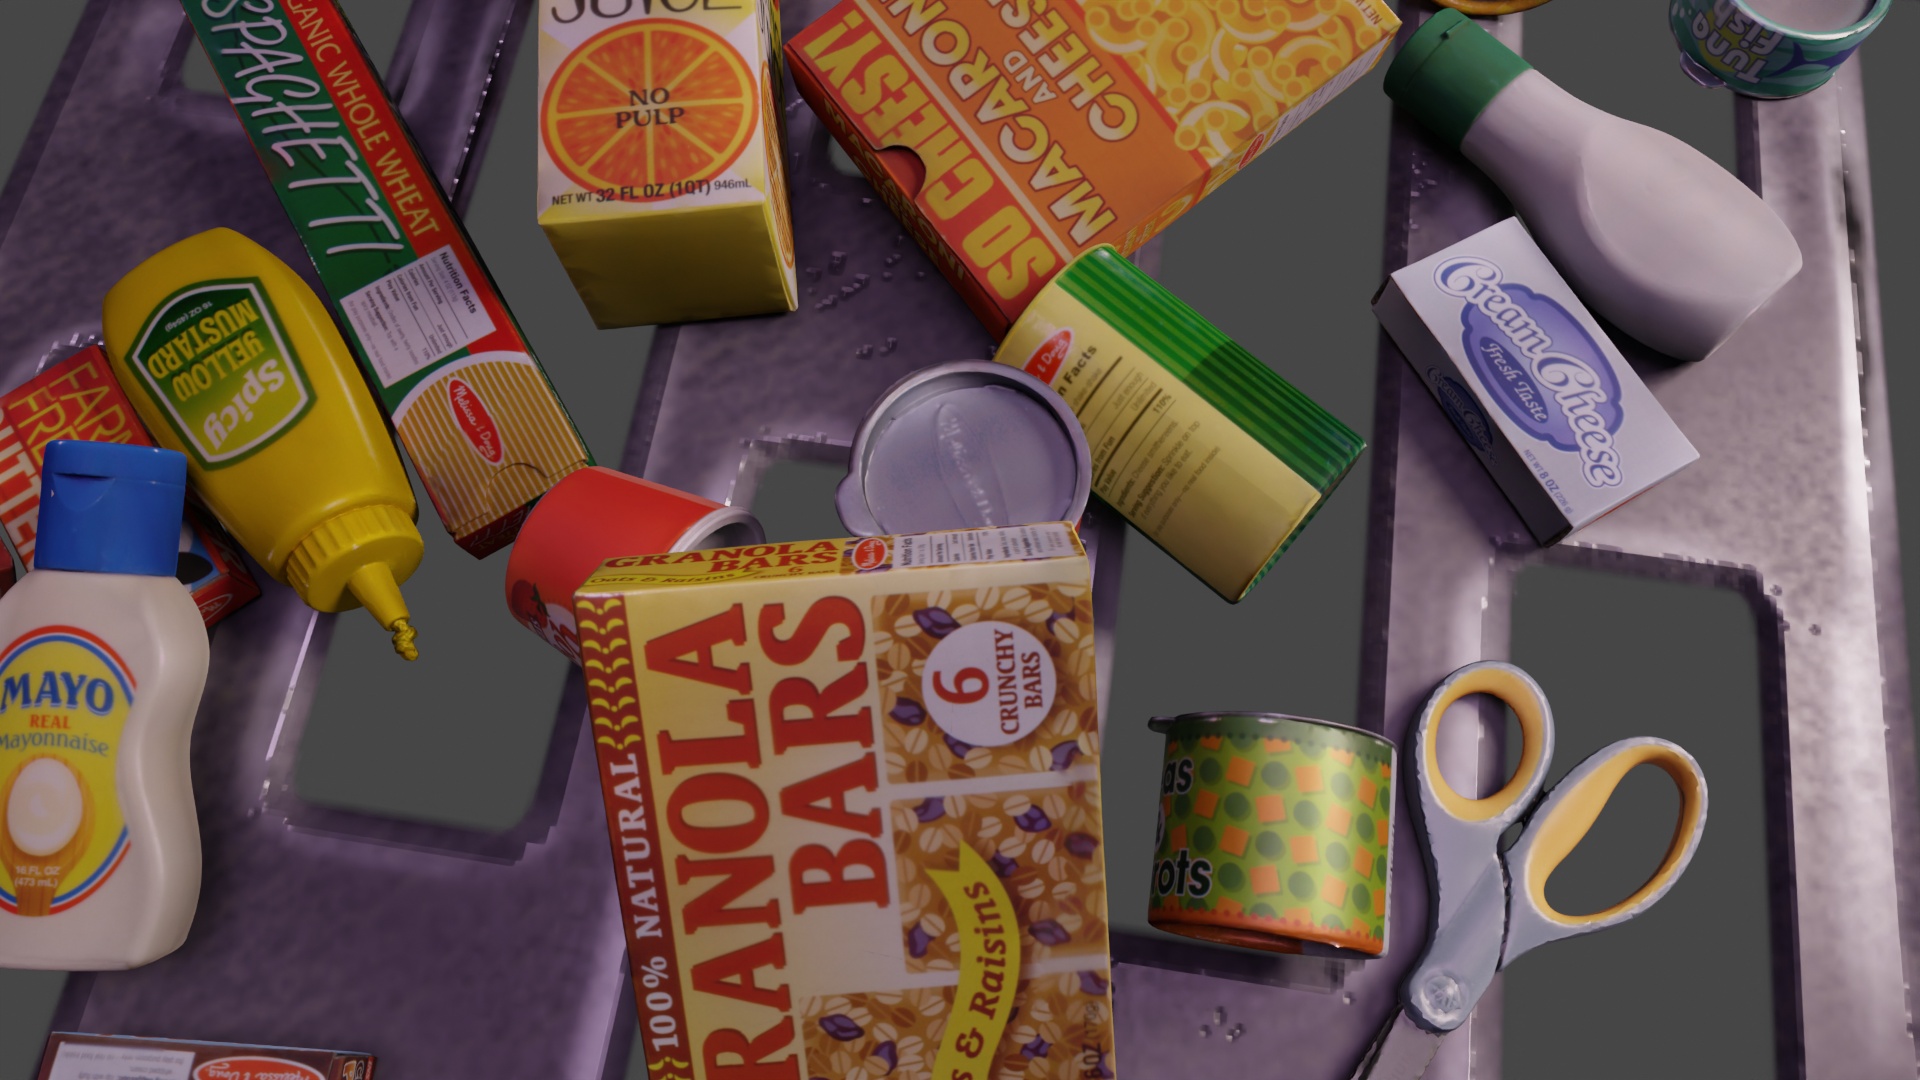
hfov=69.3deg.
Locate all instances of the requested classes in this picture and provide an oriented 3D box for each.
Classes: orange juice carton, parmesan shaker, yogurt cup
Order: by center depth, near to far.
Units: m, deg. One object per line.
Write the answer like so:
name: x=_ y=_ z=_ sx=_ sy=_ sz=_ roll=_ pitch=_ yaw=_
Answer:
yogurt cup: x=-0.100 y=0.012 z=0.423 sx=0.054 sy=0.072 sz=0.072 roll=24 pitch=72 yaw=17
parmesan shaker: x=0.065 y=-0.034 z=0.438 sx=0.103 sy=0.071 sz=0.071 roll=40 pitch=76 yaw=13
orange juice carton: x=-0.102 y=-0.176 z=0.485 sx=0.072 sy=0.072 sz=0.193 roll=-6 pitch=70 yaw=-1

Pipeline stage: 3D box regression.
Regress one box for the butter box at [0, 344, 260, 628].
butter box: x=-0.279 y=-0.010 z=0.452 sx=0.053 sy=0.024 sz=0.103 roll=-35 pitch=73 yaw=-10

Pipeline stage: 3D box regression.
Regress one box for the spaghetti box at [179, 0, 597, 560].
spaghetti box: x=-0.201 y=-0.108 z=0.484 sx=0.050 sy=0.028 sz=0.250 roll=-30 pitch=73 yaw=-9

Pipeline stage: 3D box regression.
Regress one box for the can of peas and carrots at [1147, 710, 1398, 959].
can of peas and carrots: x=0.086 y=0.084 z=0.392 sx=0.071 sy=0.070 sz=0.059 roll=7 pitch=71 yaw=3

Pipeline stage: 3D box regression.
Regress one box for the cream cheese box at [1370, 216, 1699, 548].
cream cheese box: x=0.190 y=-0.054 z=0.463 sx=0.053 sy=0.024 sz=0.104 roll=-27 pitch=72 yaw=-10

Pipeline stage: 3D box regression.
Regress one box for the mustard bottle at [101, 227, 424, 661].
mustard bottle: x=-0.212 y=-0.027 z=0.445 sx=0.065 sy=0.048 sz=0.160 roll=-37 pitch=74 yaw=-8

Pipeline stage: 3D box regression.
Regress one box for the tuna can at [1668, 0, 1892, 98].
tuna can: x=0.299 y=-0.198 z=0.509 sx=0.071 sy=0.032 sz=0.071 roll=0 pitch=70 yaw=0

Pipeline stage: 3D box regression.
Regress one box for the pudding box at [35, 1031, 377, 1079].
pudding box: x=-0.212 y=0.165 z=0.385 sx=0.084 sy=0.030 sz=0.050 roll=3 pitch=69 yaw=2

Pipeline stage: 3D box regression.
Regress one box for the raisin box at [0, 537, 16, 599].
raisin box: x=-0.363 y=-0.013 z=0.427 sx=0.086 sy=0.039 sz=0.123 roll=-24 pitch=67 yaw=-44

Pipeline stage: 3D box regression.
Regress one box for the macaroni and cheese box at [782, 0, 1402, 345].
macaroni and cheese box: x=0.043 y=-0.166 z=0.474 sx=0.166 sy=0.040 sz=0.124 roll=-38 pitch=84 yaw=-3

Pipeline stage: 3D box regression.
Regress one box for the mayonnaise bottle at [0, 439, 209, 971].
mayonnaise bottle: x=-0.253 y=0.046 z=0.403 sx=0.065 sy=0.041 sz=0.148 roll=4 pitch=86 yaw=-3

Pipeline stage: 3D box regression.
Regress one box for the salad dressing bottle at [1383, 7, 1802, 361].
salad dressing bottle: x=0.213 y=-0.126 z=0.479 sx=0.064 sy=0.043 sz=0.148 roll=-38 pitch=73 yaw=-17

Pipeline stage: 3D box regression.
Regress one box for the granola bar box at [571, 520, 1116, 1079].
granola bar box: x=-0.025 y=0.082 z=0.364 sx=0.124 sy=0.039 sz=0.165 roll=-5 pitch=105 yaw=0

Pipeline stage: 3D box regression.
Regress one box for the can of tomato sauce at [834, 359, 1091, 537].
can of tomato sauce: x=0.001 y=-0.005 z=0.416 sx=0.071 sy=0.083 sz=0.071 roll=0 pitch=70 yaw=1

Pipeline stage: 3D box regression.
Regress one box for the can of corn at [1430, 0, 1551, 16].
can of corn: x=0.196 y=-0.236 z=0.508 sx=0.071 sy=0.071 sz=0.058 roll=9 pitch=71 yaw=4
